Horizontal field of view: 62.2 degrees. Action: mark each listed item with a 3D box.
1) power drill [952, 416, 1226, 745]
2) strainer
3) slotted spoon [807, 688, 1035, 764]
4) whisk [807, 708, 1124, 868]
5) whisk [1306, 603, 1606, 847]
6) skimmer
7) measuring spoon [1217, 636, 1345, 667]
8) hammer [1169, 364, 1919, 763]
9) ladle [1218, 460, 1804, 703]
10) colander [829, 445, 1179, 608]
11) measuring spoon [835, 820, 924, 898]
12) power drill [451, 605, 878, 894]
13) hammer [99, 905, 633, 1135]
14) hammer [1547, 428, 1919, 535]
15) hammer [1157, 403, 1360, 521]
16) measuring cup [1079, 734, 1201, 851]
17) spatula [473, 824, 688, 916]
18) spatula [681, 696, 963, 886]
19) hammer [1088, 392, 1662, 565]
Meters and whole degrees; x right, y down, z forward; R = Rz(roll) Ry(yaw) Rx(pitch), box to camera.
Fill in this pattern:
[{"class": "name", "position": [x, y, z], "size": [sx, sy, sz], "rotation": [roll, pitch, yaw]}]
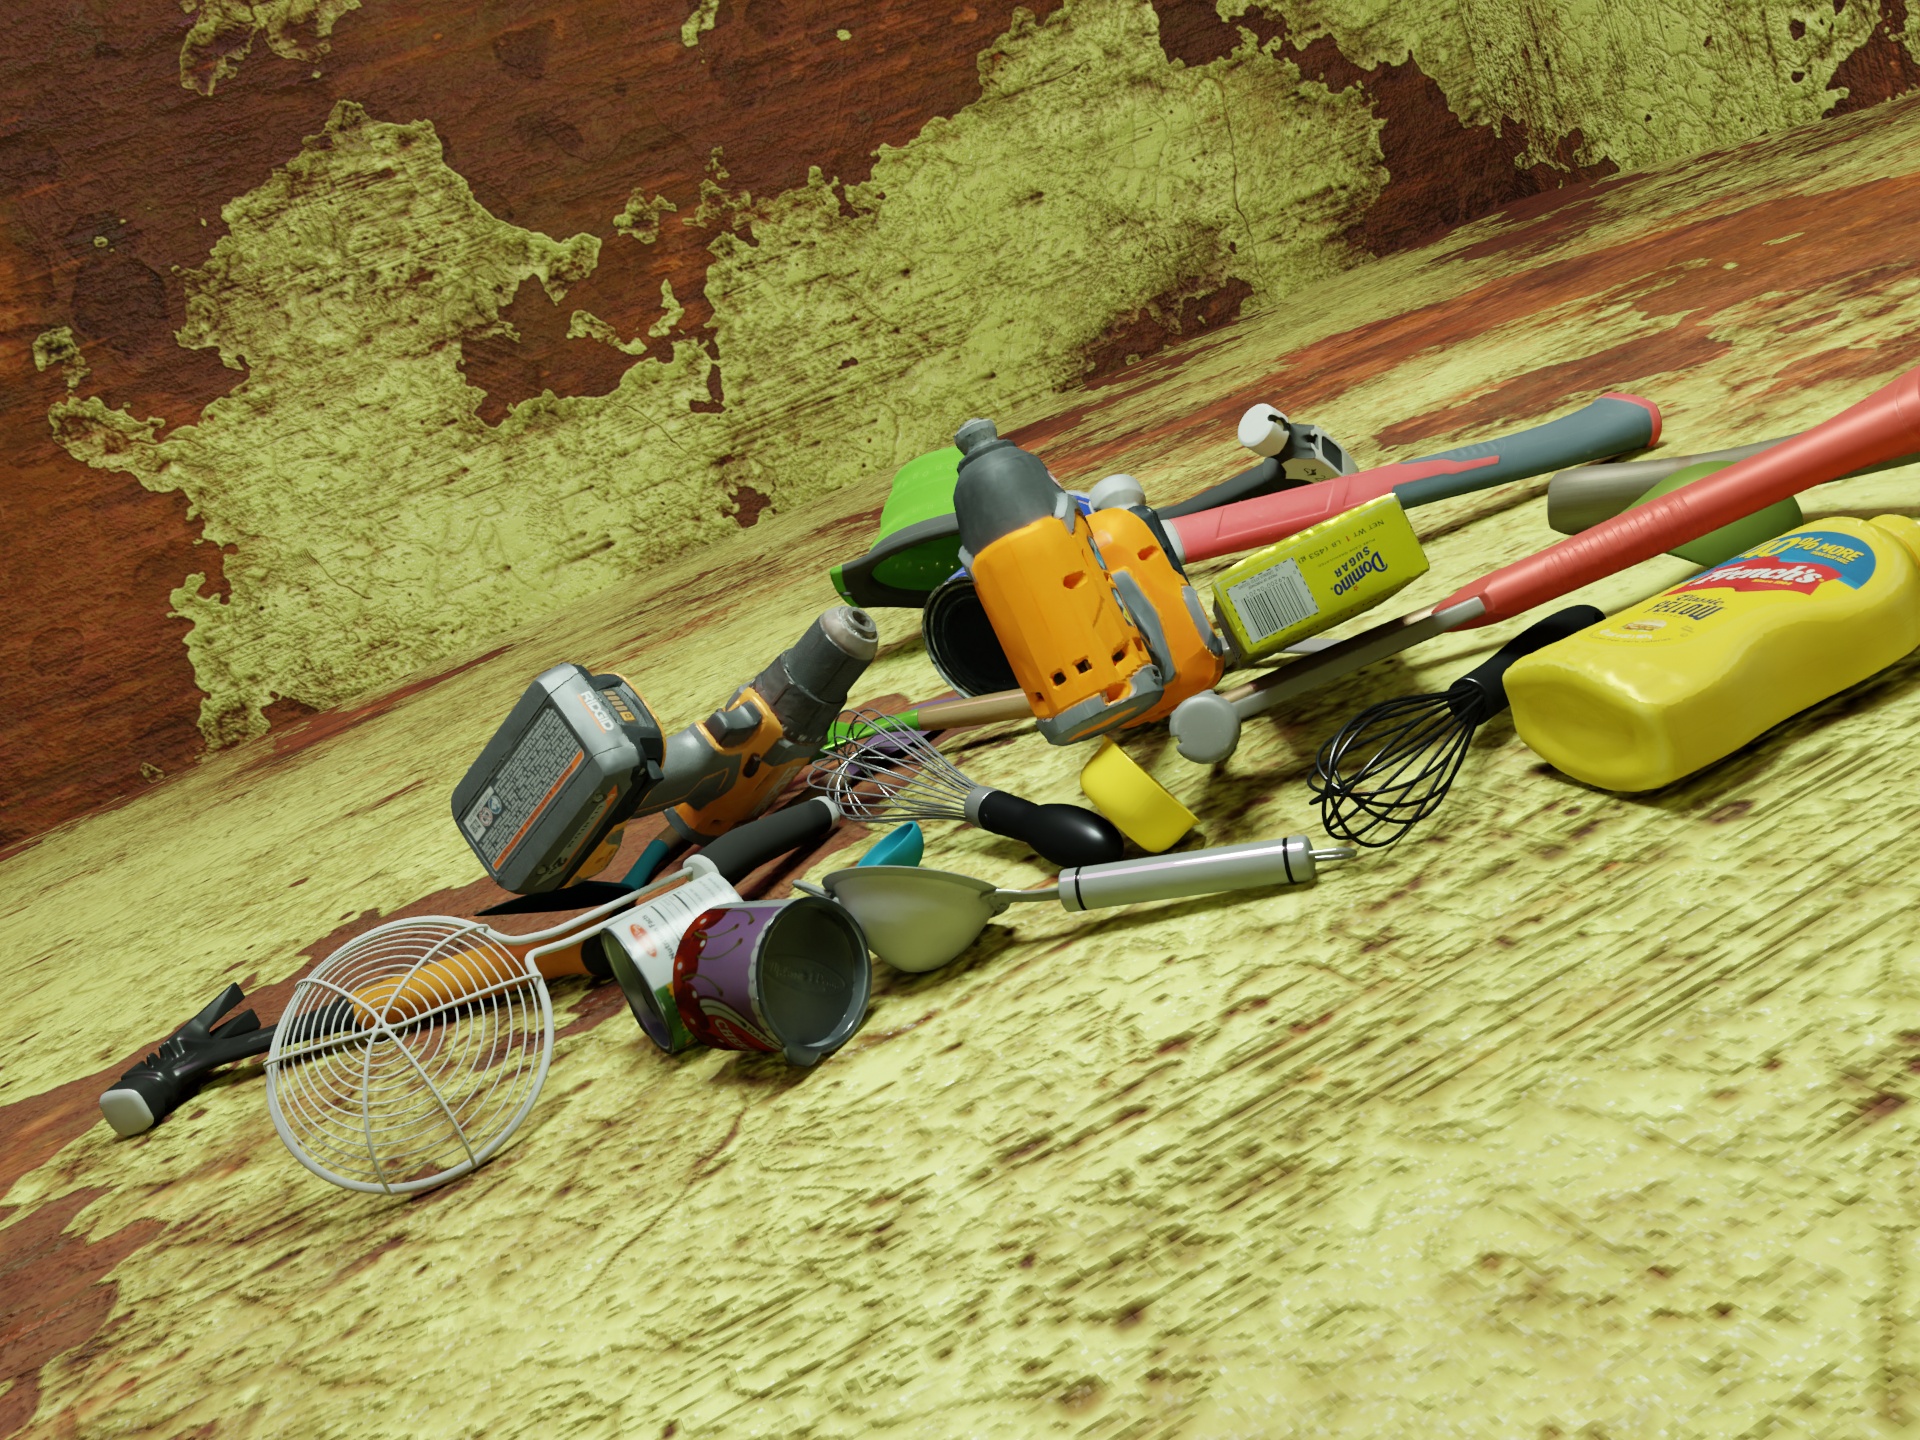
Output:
[{"class": "power drill", "position": [0.064, -0.072, 0.838], "size": [0.084, 0.164, 0.226], "rotation": [-27, -7, 17]}, {"class": "strainer", "position": [0.042, 0.076, 0.690], "size": [0.258, 0.050, 0.086], "rotation": [-11, -26, 20]}, {"class": "slotted spoon", "position": [-0.002, -0.003, 1.017], "size": [0.314, 0.031, 0.070], "rotation": [-9, 17, 20]}, {"class": "whisk", "position": [-0.002, 0.043, 0.851], "size": [0.070, 0.070, 0.285], "rotation": [-29, 22, -25]}, {"class": "whisk", "position": [0.231, -0.006, 0.712], "size": [0.239, 0.055, 0.055], "rotation": [-27, 15, -38]}, {"class": "skimmer", "position": [-0.184, 0.119, 0.829], "size": [0.363, 0.127, 0.090], "rotation": [-24, -34, -57]}, {"class": "measuring spoon", "position": [0.188, -0.038, 0.945], "size": [0.124, 0.018, 0.034], "rotation": [2, 23, 43]}, {"class": "hammer", "position": [0.267, -0.065, 0.735], "size": [0.359, 0.037, 0.149], "rotation": [-25, -3, 15]}, {"class": "ladle", "position": [0.271, -0.051, 0.834], "size": [0.320, 0.062, 0.078], "rotation": [-24, 28, 20]}, {"class": "colander", "position": [0.083, -0.185, 1.336], "size": [0.397, 0.094, 0.204], "rotation": [-10, -13, 4]}, {"class": "measuring spoon", "position": [-0.053, 0.097, 0.805], "size": [0.042, 0.021, 0.129], "rotation": [-31, 14, 44]}, {"class": "power drill", "position": [-0.154, 0.009, 0.910], "size": [0.185, 0.084, 0.226], "rotation": [-48, -19, 25]}, {"class": "hammer", "position": [-0.330, 0.161, 0.926], "size": [0.337, 0.034, 0.127], "rotation": [-17, 16, 17]}, {"class": "hammer", "position": [0.458, -0.133, 0.777], "size": [0.146, 0.038, 0.411], "rotation": [17, -10, -22]}, {"class": "hammer", "position": [0.155, -0.145, 1.231], "size": [0.146, 0.035, 0.335], "rotation": [20, -27, -37]}, {"class": "measuring cup", "position": [0.081, 0.034, 0.790], "size": [0.029, 0.062, 0.156], "rotation": [-48, 2, 2]}, {"class": "spatula", "position": [-0.189, 0.064, 1.051], "size": [0.082, 0.044, 0.317], "rotation": [-20, 13, 29]}, {"class": "spatula", "position": [-0.088, 0.047, 1.018], "size": [0.060, 0.018, 0.316], "rotation": [-10, 18, 36]}, {"class": "hammer", "position": [0.290, -0.142, 1.054], "size": [0.386, 0.038, 0.143], "rotation": [-15, 57, -6]}]
